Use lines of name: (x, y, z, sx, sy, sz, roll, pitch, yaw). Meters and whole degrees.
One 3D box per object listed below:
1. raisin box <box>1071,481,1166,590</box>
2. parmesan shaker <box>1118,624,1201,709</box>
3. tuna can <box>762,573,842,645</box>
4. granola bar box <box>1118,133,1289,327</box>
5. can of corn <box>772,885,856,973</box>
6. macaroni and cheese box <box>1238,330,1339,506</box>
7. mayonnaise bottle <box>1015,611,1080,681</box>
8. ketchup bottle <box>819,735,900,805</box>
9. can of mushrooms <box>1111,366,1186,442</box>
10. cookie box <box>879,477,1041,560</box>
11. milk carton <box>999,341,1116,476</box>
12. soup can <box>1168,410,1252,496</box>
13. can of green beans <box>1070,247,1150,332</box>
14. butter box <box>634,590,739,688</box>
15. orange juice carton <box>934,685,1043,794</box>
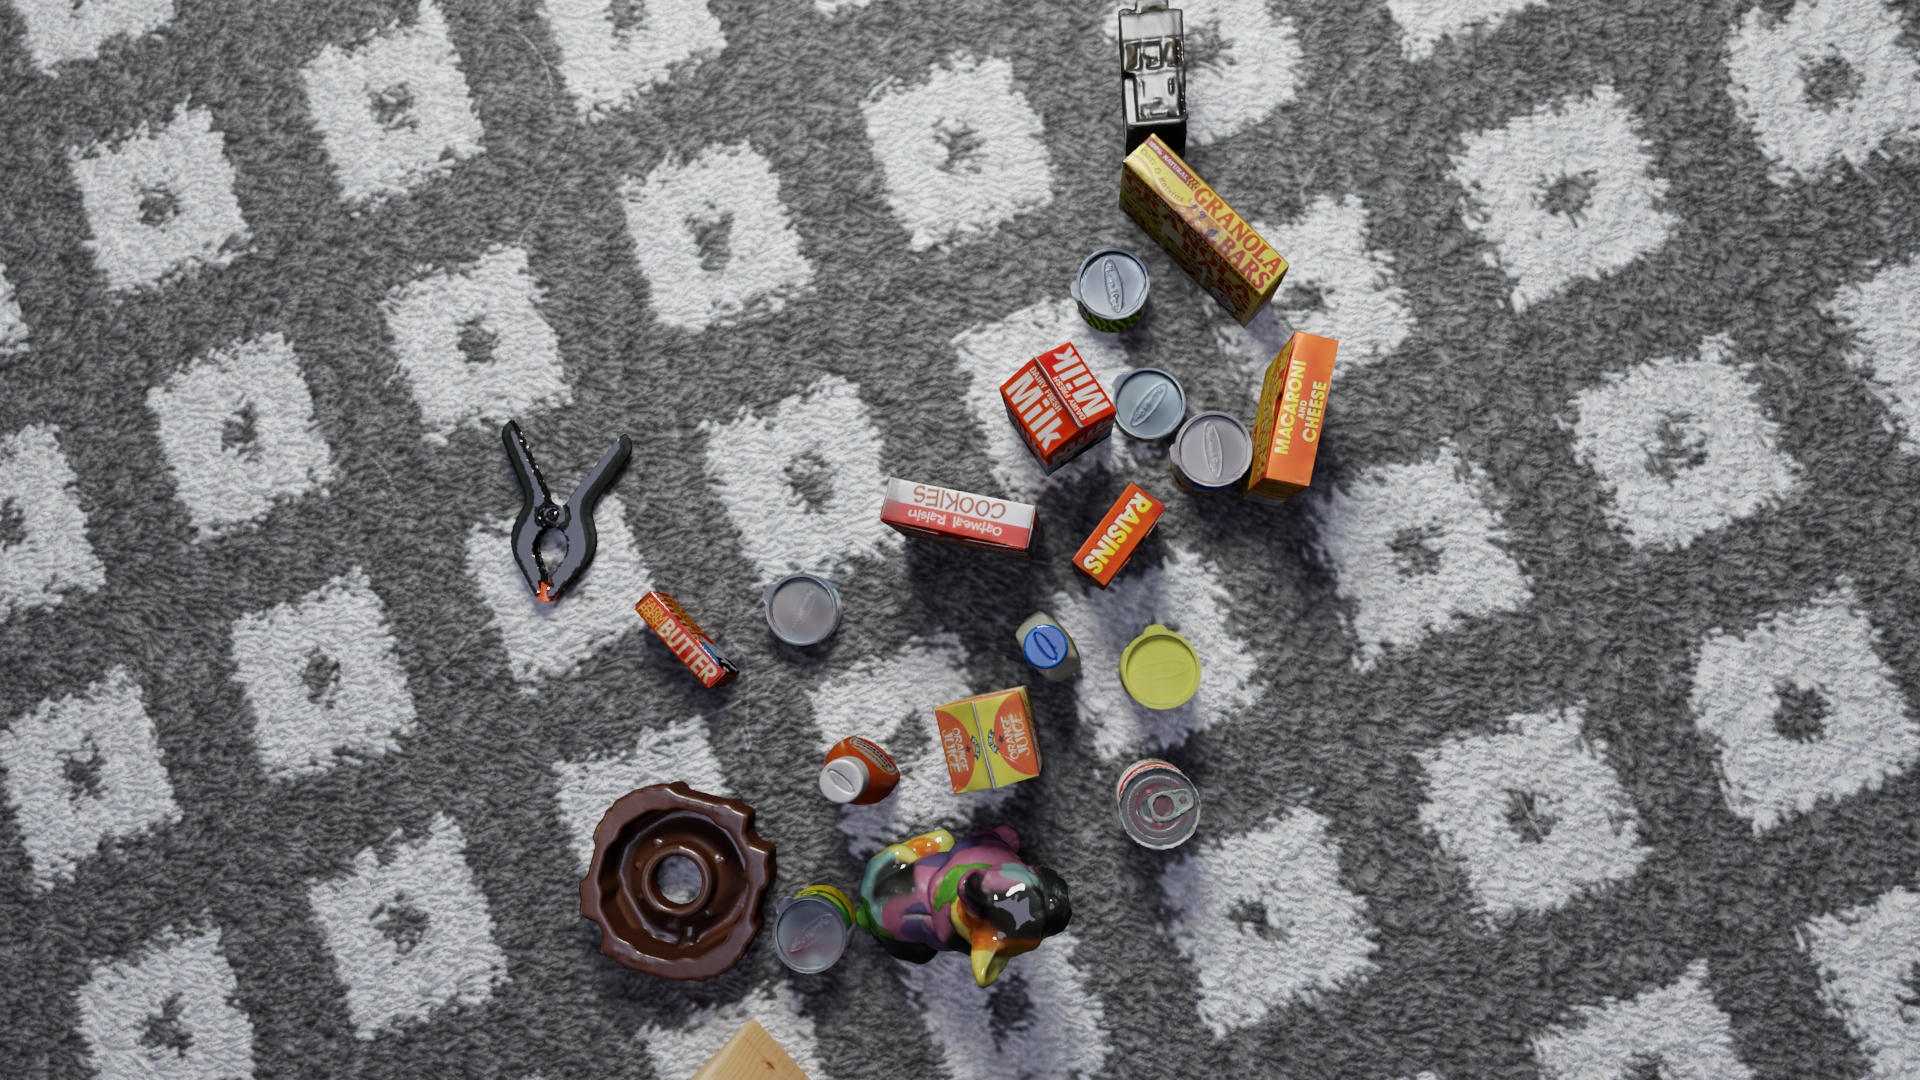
raisin box: (0.136, -0.001, 1.209, 0.040, 0.123, 0.086, 38, 89, 6)
parmesan shaker: (0.171, 0.109, 1.207, 0.071, 0.103, 0.071, 0, 86, 5)
tuna can: (-0.145, 0.062, 1.272, 0.071, 0.033, 0.071, 0, 85, 5)
granola bar box: (0.212, -0.271, 1.226, 0.039, 0.124, 0.165, -44, 83, 0)
can of corn: (-0.130, 0.342, 1.234, 0.071, 0.058, 0.071, 0, 85, 5)
macaroni and cheese box: (0.277, -0.099, 1.184, 0.040, 0.166, 0.123, 12, 87, 6)
mayonnaise bottle: (0.075, 0.091, 1.193, 0.041, 0.148, 0.065, -37, 84, 1)
ketchup bottle: (-0.091, 0.202, 1.197, 0.065, 0.149, 0.043, 38, 90, 6)
can of mushrooms: (0.169, -0.124, 1.262, 0.071, 0.033, 0.071, 0, 85, 5)
cookie box: (0.004, -0.015, 1.199, 0.123, 0.167, 0.040, 11, 87, 5)
milk carton: (0.084, -0.112, 1.189, 0.073, 0.190, 0.072, -33, 84, 2)
soup can: (0.218, -0.075, 1.229, 0.071, 0.083, 0.071, 0, 85, 5)
can of green beans: (0.138, -0.226, 1.261, 0.071, 0.058, 0.071, 0, 85, 5)
butter box: (-0.249, 0.091, 1.267, 0.024, 0.053, 0.103, -44, 83, 0)
orange juice carton: (0.025, 0.166, 1.169, 0.073, 0.192, 0.072, -13, 85, 4)
